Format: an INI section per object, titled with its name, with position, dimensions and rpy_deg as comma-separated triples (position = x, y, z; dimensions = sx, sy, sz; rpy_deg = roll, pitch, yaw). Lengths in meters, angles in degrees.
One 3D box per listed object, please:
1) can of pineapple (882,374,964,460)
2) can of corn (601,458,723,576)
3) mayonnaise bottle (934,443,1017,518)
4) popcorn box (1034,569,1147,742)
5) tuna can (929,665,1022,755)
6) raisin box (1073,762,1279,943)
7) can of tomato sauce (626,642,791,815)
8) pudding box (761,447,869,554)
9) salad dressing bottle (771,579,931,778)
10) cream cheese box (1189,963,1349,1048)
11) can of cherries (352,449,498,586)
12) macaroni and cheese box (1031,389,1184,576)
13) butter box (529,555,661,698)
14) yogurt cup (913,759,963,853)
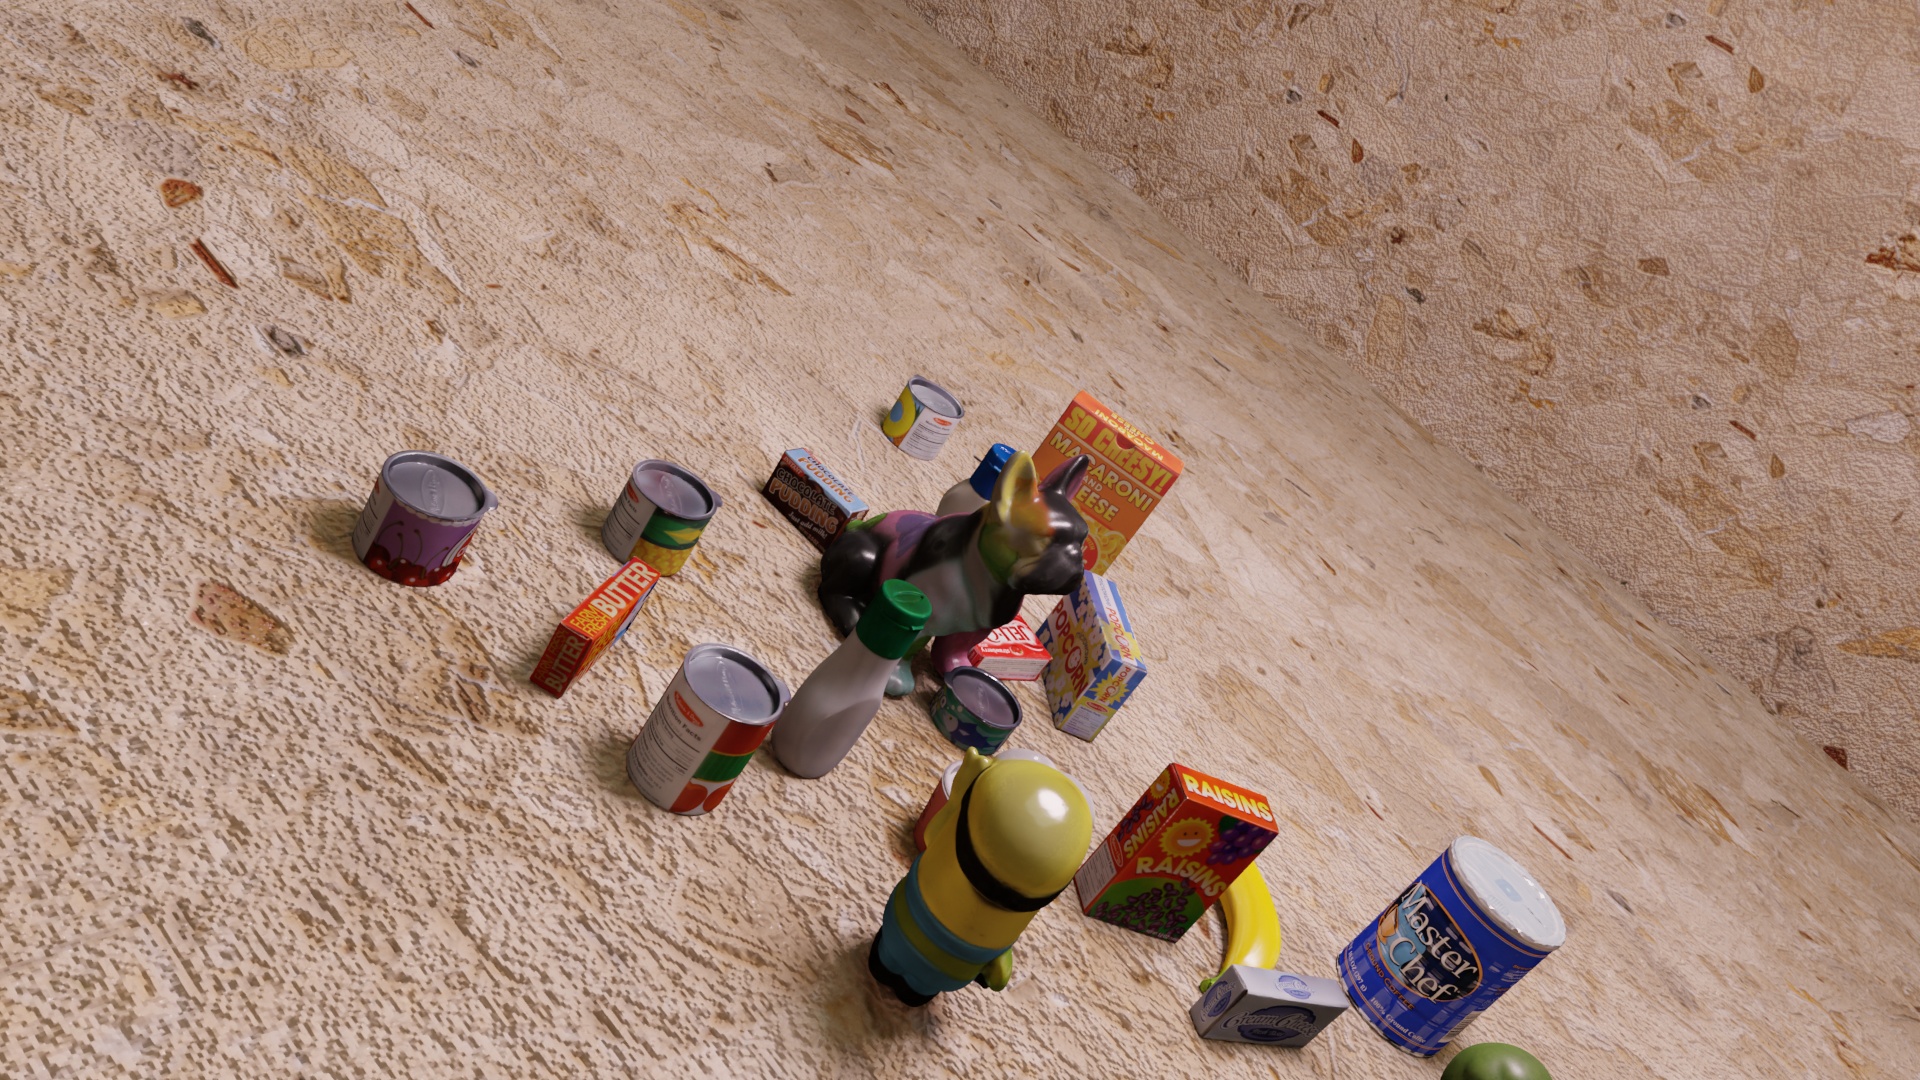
[can of pineapple]
position = -0.039, -0.125, 1.414
dimensions = 0.071, 0.057, 0.071
rpy_deg = 28, 26, -15
[can of corn]
position = -0.217, -0.016, 1.011
dimensions = 0.071, 0.058, 0.071
rpy_deg = 28, 26, -15
[mayonnaise bottle]
position = 0.004, -0.015, 1.171
dimensions = 0.065, 0.147, 0.041
rpy_deg = 37, 25, 5
[popcorn box]
position = 0.108, 0.096, 1.178
dimensions = 0.038, 0.085, 0.127
rpy_deg = 24, 27, -22
[tuna can]
position = 0.010, 0.129, 1.063
dimensions = 0.071, 0.032, 0.071
rpy_deg = 28, 26, -15
[raisin box]
position = 0.150, 0.219, 0.971
dimensions = 0.086, 0.123, 0.040
rpy_deg = 24, 27, -23
[can of tomato sauce]
position = -0.152, 0.114, 0.836
dimensions = 0.071, 0.082, 0.071
rpy_deg = 28, 26, -15
[pudding box]
position = -0.122, -0.034, 1.167
dimensions = 0.084, 0.049, 0.030
rpy_deg = 43, 26, 17
[salad dressing bottle]
position = -0.070, 0.090, 0.902
dimensions = 0.064, 0.147, 0.044
rpy_deg = 0, 42, -51
[cream cheese box]
position = 0.212, 0.321, 0.952
dimensions = 0.104, 0.053, 0.024
rpy_deg = 18, 30, -31
[can of cherries]
position = -0.333, -0.012, 0.865
dimensions = 0.071, 0.058, 0.072
rpy_deg = 28, 26, -15
[macaroni and cheese box]
position = 0.115, -0.040, 1.328
dimensions = 0.124, 0.165, 0.040
rpy_deg = 36, 25, 1
[butter box]
position = -0.230, 0.054, 0.881
dimensions = 0.024, 0.053, 0.104
rpy_deg = 34, 25, -2
[yogurt cup]
position = 0.005, 0.189, 0.929
dimensions = 0.072, 0.053, 0.073
rpy_deg = 28, 26, -15
